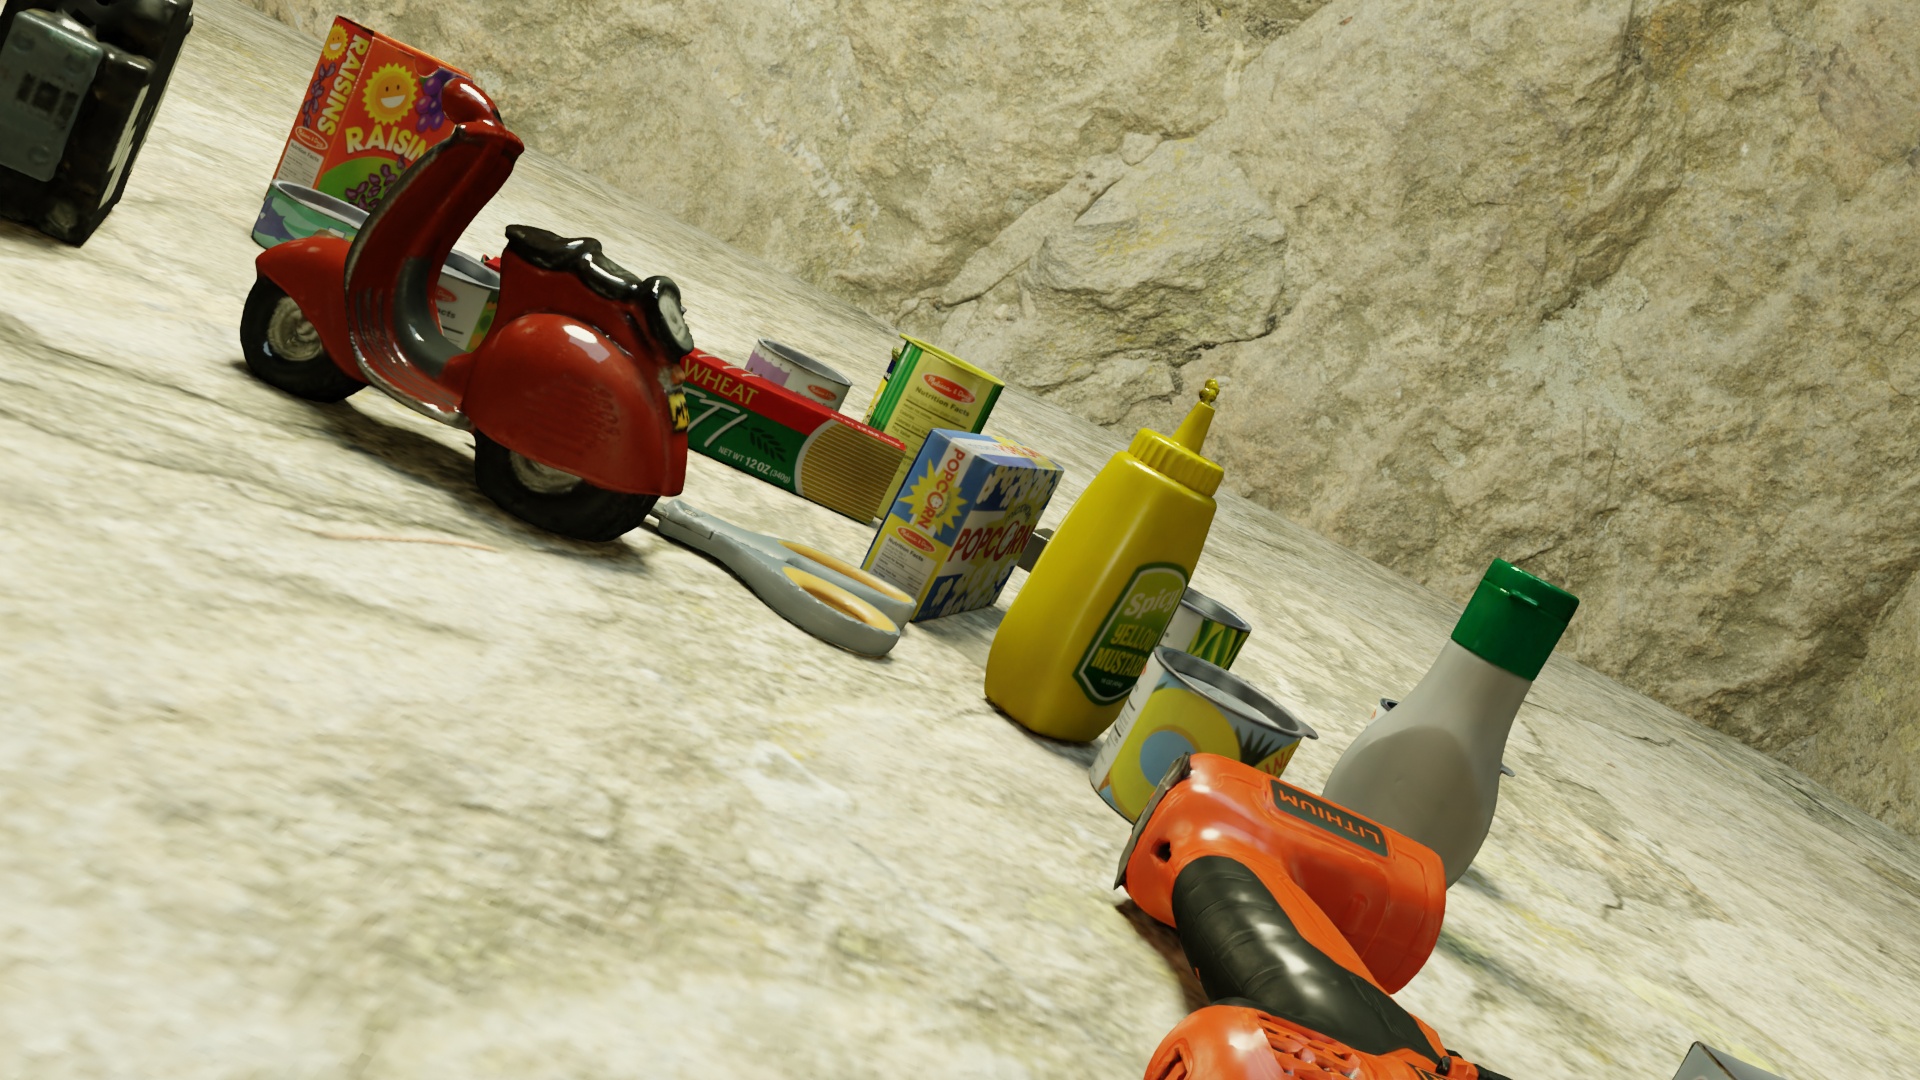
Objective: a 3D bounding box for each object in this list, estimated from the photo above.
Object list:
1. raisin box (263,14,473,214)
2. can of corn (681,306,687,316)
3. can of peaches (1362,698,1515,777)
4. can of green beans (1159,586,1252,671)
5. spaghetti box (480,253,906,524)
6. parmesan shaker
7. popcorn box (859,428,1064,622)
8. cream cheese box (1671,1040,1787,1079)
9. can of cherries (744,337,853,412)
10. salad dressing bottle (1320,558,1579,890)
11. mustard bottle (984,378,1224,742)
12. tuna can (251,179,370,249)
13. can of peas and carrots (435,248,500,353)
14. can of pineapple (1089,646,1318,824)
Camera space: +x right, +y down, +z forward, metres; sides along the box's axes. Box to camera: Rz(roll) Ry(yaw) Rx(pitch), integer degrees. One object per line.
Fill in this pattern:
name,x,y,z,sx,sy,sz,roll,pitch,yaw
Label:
raisin box,-0.369,-0.253,0.870,0.040,0.123,0.086,30,10,20
can of corn,-0.207,-0.126,0.830,0.071,0.058,0.071,26,10,-5
can of peaches,0.226,0.120,0.684,0.071,0.058,0.071,26,10,-5
can of green beans,0.107,0.055,0.715,0.071,0.057,0.071,26,10,-5
spaghetti box,-0.151,-0.080,0.763,0.250,0.050,0.029,24,10,-16
parmesan shaker,-0.027,-0.065,0.847,0.071,0.103,0.071,26,10,-5
popcorn box,0.002,-0.009,0.691,0.038,0.085,0.127,30,10,16
cream cheese box,0.245,0.189,0.404,0.104,0.053,0.024,24,10,-13
can of cherries,-0.111,-0.089,0.884,0.071,0.058,0.071,26,10,-5
salad dressing bottle,0.197,0.080,0.563,0.064,0.147,0.044,31,10,22
mustard bottle,0.068,0.006,0.572,0.049,0.160,0.065,35,12,39
tuna can,-0.345,-0.166,0.756,0.071,0.032,0.071,26,10,-5
can of peas and carrots,-0.239,-0.099,0.613,0.071,0.058,0.071,26,10,-5
can of pineapple,0.093,0.083,0.539,0.071,0.057,0.071,26,10,-5
